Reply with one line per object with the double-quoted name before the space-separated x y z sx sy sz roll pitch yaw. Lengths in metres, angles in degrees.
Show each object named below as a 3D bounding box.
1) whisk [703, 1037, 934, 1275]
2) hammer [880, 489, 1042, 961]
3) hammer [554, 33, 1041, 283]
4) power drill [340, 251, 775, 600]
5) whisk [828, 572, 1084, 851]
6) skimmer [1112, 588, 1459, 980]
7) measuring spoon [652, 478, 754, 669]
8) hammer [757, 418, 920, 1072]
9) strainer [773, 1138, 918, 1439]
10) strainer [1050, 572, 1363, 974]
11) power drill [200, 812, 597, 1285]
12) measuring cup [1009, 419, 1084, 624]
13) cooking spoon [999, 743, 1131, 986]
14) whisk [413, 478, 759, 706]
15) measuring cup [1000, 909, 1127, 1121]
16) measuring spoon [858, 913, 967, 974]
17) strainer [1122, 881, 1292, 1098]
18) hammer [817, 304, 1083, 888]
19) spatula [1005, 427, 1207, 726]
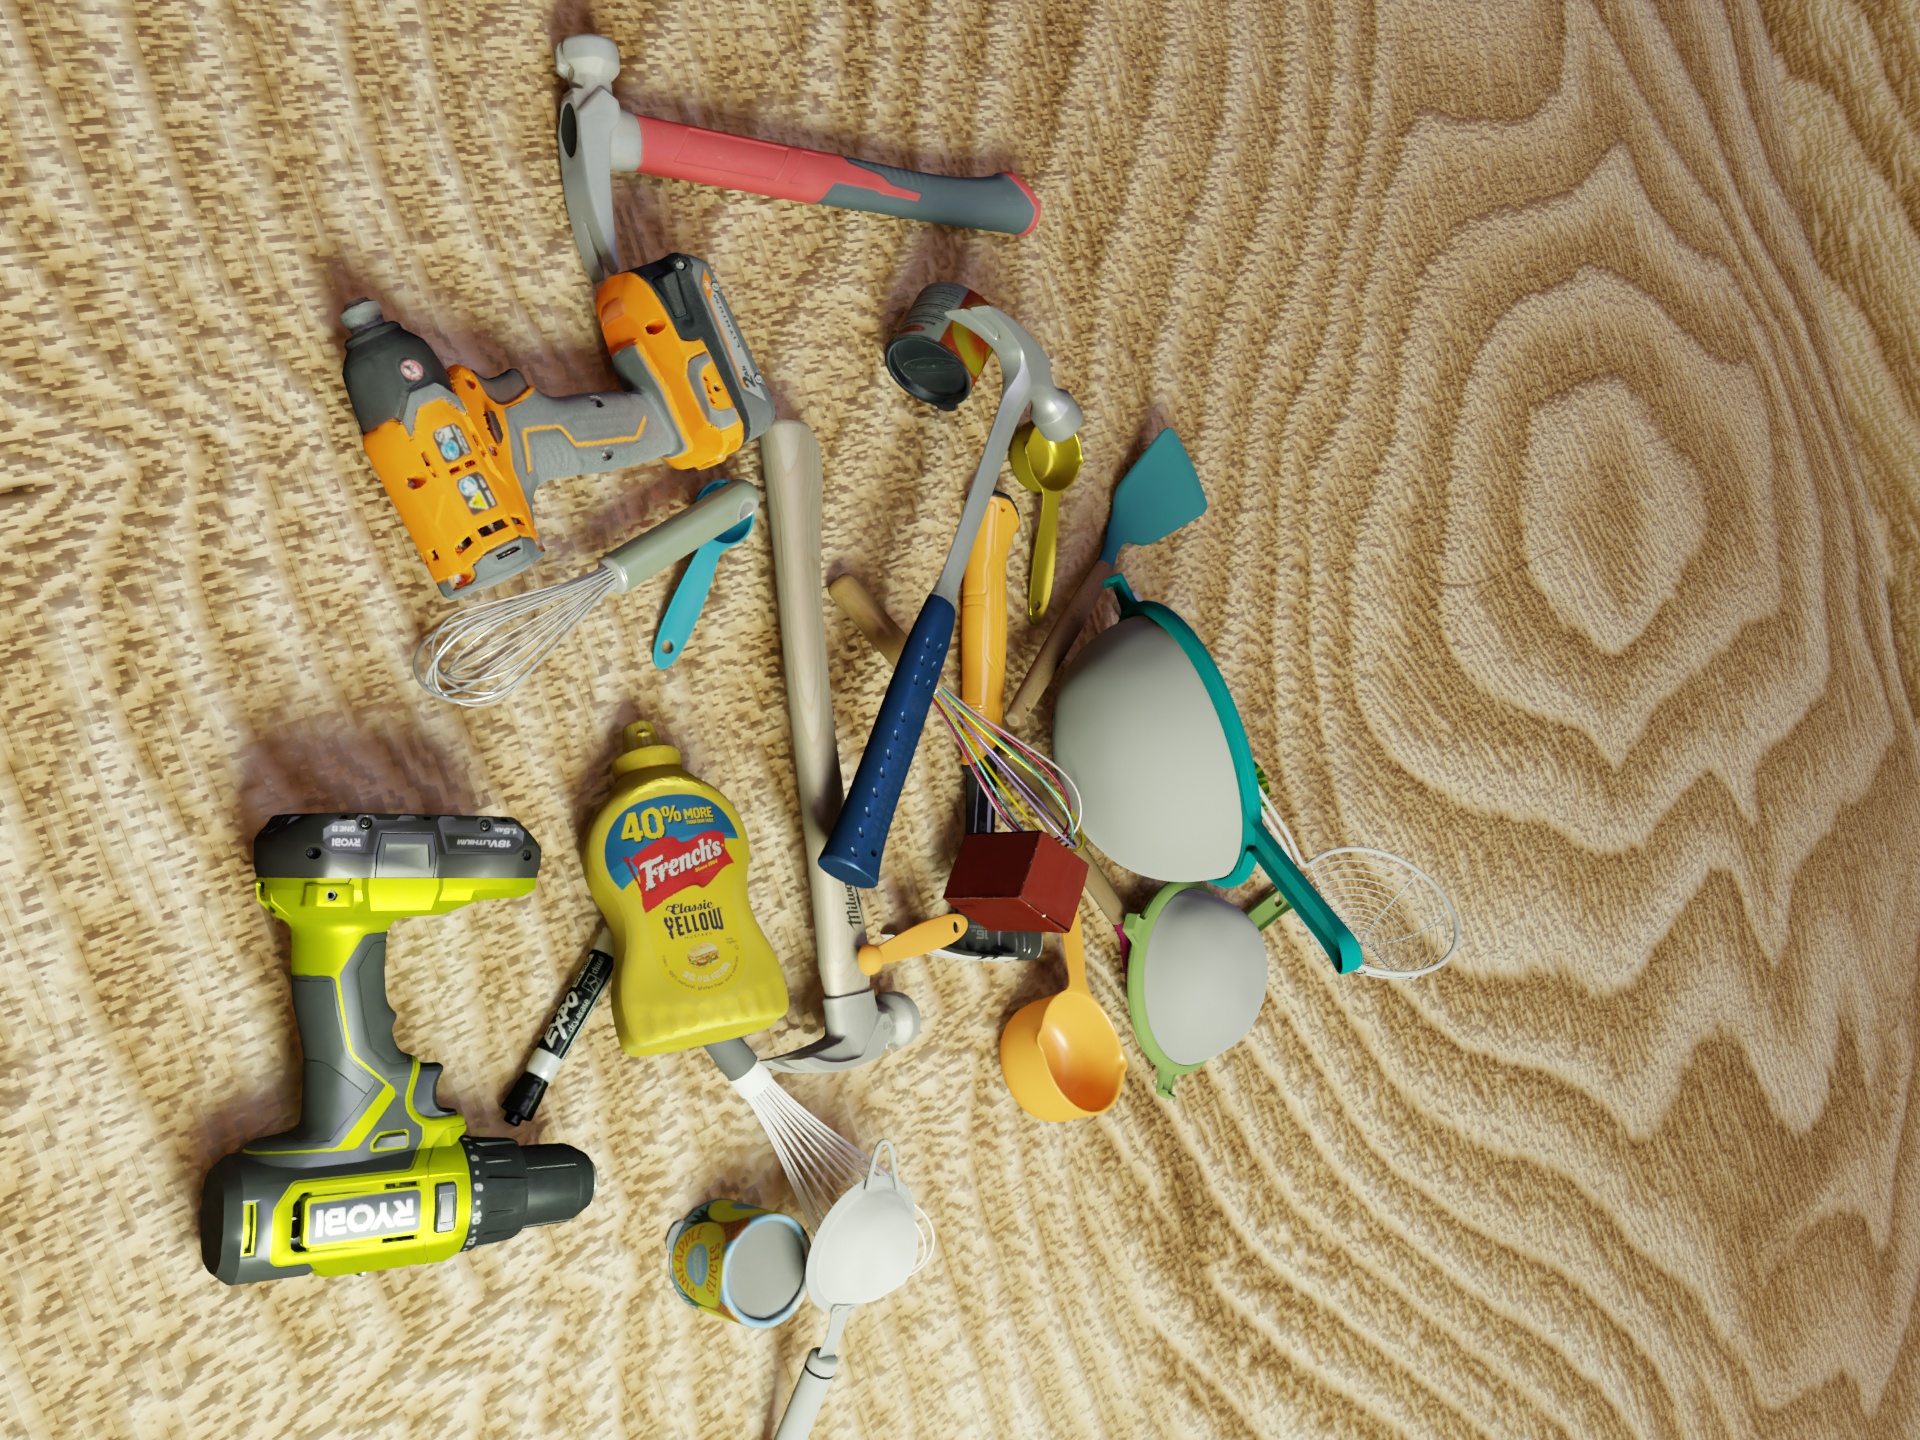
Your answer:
"whisk" -0.111 0.243 0.977 0.070 0.070 0.284 -47 110 -35
"hammer" 0.009 0.000 1.125 0.127 0.034 0.337 10 78 -42
"hammer" -0.090 -0.352 1.078 0.386 0.038 0.143 -6 90 -42
"power drill" -0.232 -0.187 0.905 0.226 0.084 0.164 -35 107 -35
"whisk" -0.001 -0.004 1.072 0.245 0.051 0.047 48 59 -1
"skimmer" 0.244 0.043 1.201 0.363 0.090 0.127 54 47 -11
"measuring spoon" -0.168 -0.091 0.995 0.042 0.021 0.129 29 75 -34
"hammer" -0.096 0.013 1.003 0.146 0.038 0.411 1 81 -64
"strainer" -0.077 0.376 0.947 0.086 0.050 0.258 15 100 -48
"strainer" 0.141 0.063 1.061 0.095 0.341 0.210 -17 128 -12
"power drill" -0.277 0.163 0.816 0.190 0.080 0.228 4 84 -36
"measuring cup" 0.057 -0.151 1.200 0.062 0.029 0.156 3 94 -42
"cooking spoon" 0.107 0.131 1.183 0.318 0.017 0.069 55 50 -32
"whisk" -0.209 -0.081 0.924 0.059 0.057 0.246 37 53 20
"measuring cup" 0.067 0.203 1.146 0.095 0.052 0.174 23 52 -39
"measuring spoon" -0.027 0.143 1.027 0.117 0.011 0.021 -11 92 -55
"strainer" 0.227 0.182 1.257 0.256 0.069 0.151 -25 107 -48
"hammer" -0.013 -0.087 1.030 0.143 0.035 0.406 46 54 -47
"spatula" 0.107 -0.103 1.203 0.082 0.044 0.318 59 43 -28
